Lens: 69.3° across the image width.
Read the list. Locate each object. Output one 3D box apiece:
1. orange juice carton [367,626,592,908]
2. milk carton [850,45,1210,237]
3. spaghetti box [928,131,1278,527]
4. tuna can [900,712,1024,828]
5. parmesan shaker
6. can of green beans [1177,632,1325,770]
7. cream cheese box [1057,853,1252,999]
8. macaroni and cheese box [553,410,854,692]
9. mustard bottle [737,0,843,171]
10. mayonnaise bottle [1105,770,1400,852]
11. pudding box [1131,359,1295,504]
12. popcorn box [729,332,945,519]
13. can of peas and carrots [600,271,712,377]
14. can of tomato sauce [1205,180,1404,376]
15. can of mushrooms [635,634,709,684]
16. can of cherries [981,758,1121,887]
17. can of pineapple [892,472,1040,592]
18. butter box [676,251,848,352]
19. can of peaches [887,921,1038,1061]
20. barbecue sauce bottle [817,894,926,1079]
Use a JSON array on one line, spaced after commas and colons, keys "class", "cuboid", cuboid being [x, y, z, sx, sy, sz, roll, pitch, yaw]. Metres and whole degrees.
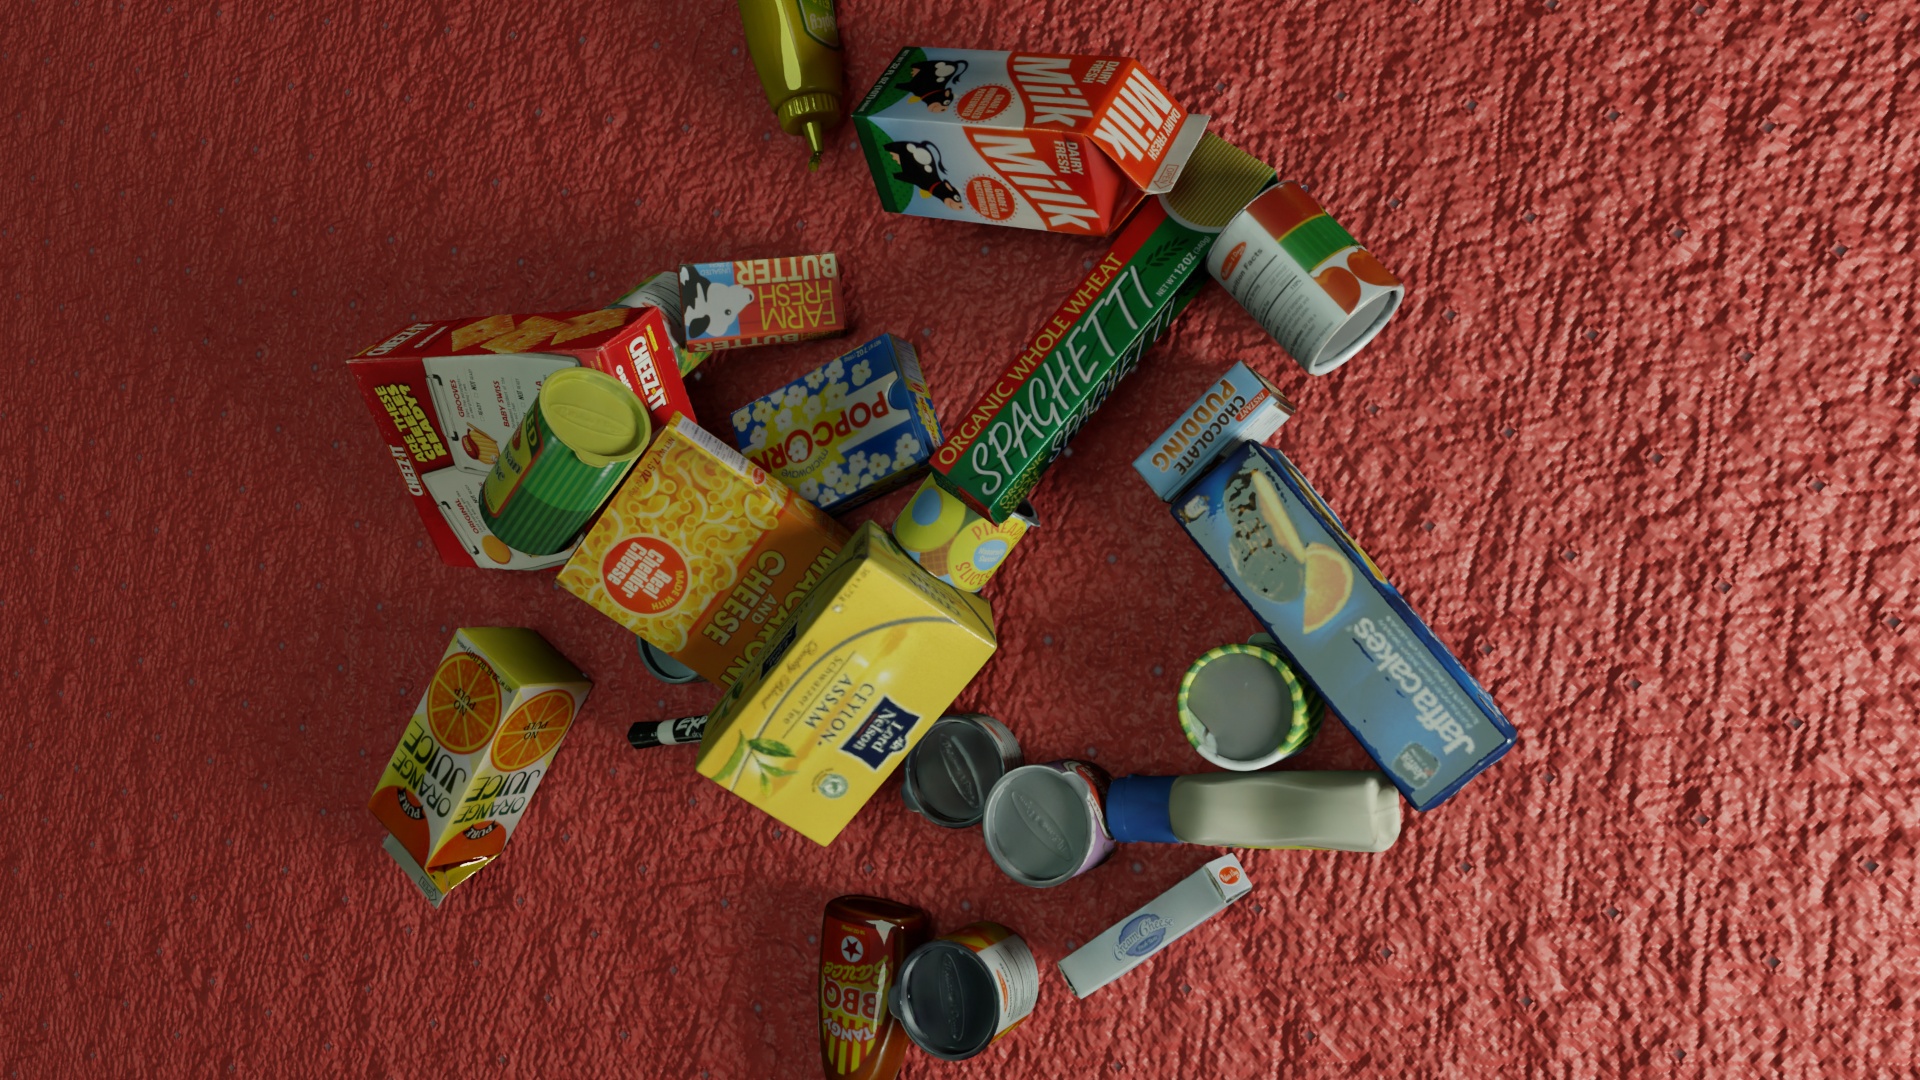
[{"class": "orange juice carton", "cuboid": [-0.344, 0.159, 0.969, 0.072, 0.073, 0.192, 35, 102, 24]}, {"class": "milk carton", "cuboid": [0.042, -0.229, 0.795, 0.190, 0.073, 0.073, 12, 56, 26]}, {"class": "spaghetti box", "cuboid": [0.080, -0.117, 0.768, 0.050, 0.028, 0.250, 38, 86, 24]}, {"class": "tuna can", "cuboid": [0.001, 0.137, 0.824, 0.071, 0.033, 0.071, -2, 85, 26]}, {"class": "parmesan shaker", "cuboid": [-0.234, -0.042, 0.813, 0.102, 0.071, 0.071, -44, 68, 38]}, {"class": "can of green beans", "cuboid": [0.155, 0.087, 0.738, 0.071, 0.058, 0.071, -2, 85, 26]}, {"class": "cream cheese box", "cuboid": [0.107, 0.209, 0.755, 0.103, 0.053, 0.024, -39, 69, 19]}, {"class": "macaroni and cheese box", "cuboid": [-0.140, 0.019, 0.849, 0.166, 0.040, 0.123, 35, 106, -14]}, {"class": "mustard bottle", "cuboid": [-0.105, -0.315, 0.896, 0.048, 0.065, 0.160, -15, 86, 30]}, {"class": "mayonnaise bottle", "cuboid": [0.152, 0.143, 0.735, 0.148, 0.065, 0.041, -6, 81, 30]}, {"class": "pudding box", "cuboid": [0.139, -0.056, 0.761, 0.083, 0.050, 0.030, -45, 68, 17]}, {"class": "popcorn box", "cuboid": [-0.077, -0.064, 0.874, 0.126, 0.038, 0.085, -24, 75, 23]}, {"class": "can of peas and carrots", "cuboid": [-0.202, -0.135, 0.916, 0.071, 0.059, 0.070, 13, 127, 18]}, {"class": "can of tomato sauce", "cuboid": [0.184, -0.139, 0.738, 0.071, 0.071, 0.083, -45, 70, 17]}, {"class": "can of mushrooms", "cuboid": [-0.176, 0.060, 0.916, 0.071, 0.033, 0.071, -2, 85, 27]}, {"class": "can of cherries", "cuboid": [0.056, 0.156, 0.781, 0.071, 0.058, 0.071, -2, 85, 27]}, {"class": "can of pineapple", "cuboid": [0.003, -0.010, 0.815, 0.071, 0.071, 0.057, 43, 106, 22]}, {"class": "butter box", "cuboid": [-0.126, -0.152, 0.885, 0.103, 0.024, 0.053, -6, 81, -8]}, {"class": "can of peaches", "cuboid": [0.003, 0.258, 0.800, 0.071, 0.058, 0.071, -2, 86, 26]}, {"class": "barbecue sauce bottle", "cuboid": [-0.058, 0.293, 0.835, 0.065, 0.044, 0.148, 5, 89, 31]}]
